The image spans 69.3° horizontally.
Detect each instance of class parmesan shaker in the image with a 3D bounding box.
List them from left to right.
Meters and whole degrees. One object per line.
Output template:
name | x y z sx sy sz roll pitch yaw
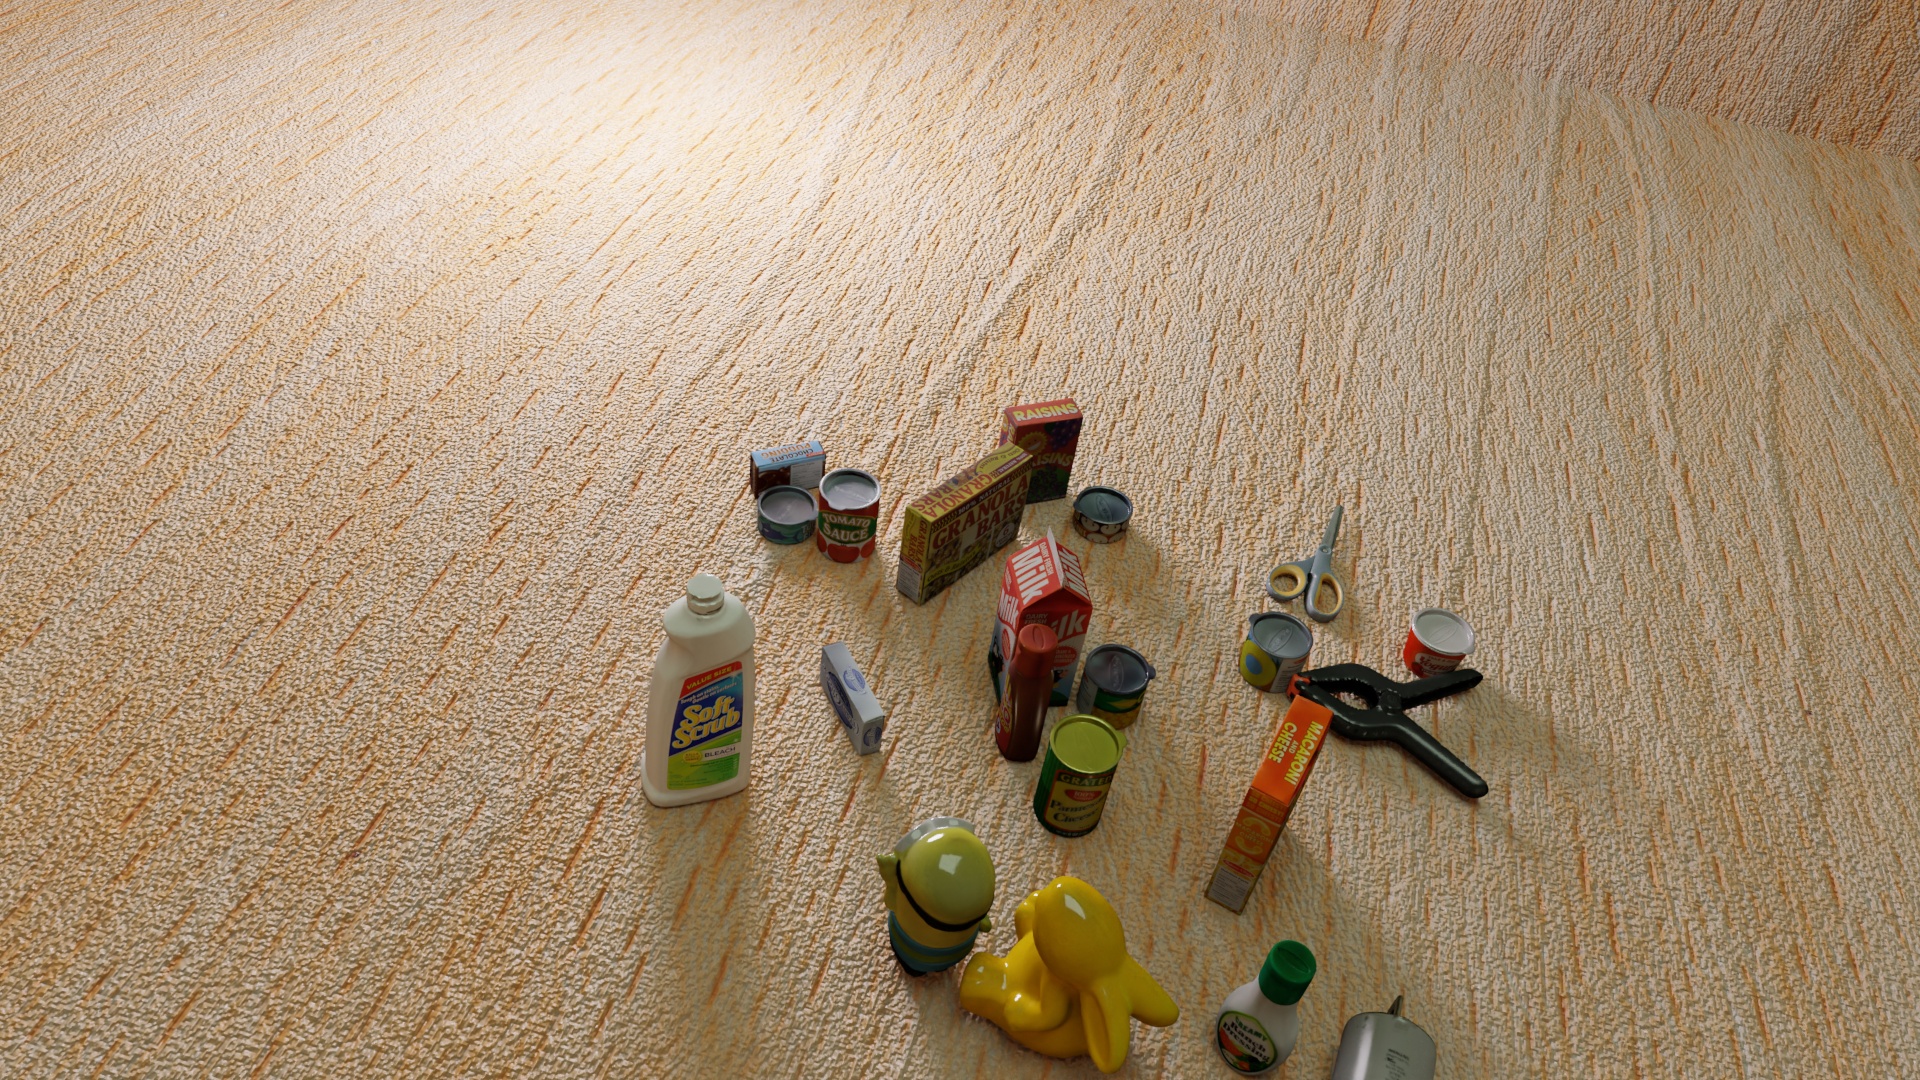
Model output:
parmesan shaker | 0.109 0.218 1.276 0.071 0.102 0.072 5 43 -5

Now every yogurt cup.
yogurt cup | 0.511 0.114 1.493 0.072 0.053 0.073 5 43 -5

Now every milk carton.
milk carton | 0.079 0.078 1.357 0.073 0.189 0.073 -2 44 -12

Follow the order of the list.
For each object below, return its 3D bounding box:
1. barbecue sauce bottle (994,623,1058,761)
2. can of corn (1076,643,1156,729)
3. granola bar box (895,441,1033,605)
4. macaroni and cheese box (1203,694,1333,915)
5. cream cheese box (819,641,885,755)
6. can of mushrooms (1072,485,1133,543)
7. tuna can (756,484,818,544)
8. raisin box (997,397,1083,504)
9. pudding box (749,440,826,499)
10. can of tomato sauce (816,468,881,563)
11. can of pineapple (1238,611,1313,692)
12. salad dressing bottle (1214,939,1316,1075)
barbecue sauce bottle | 0.063 0.142 1.316 0.044 0.147 0.065 0 43 -9
can of corn | 0.155 0.147 1.392 0.071 0.058 0.071 5 43 -5
granola bar box | 0.005 -0.019 1.496 0.039 0.123 0.166 35 49 25
macaroni and cheese box | 0.276 0.236 1.238 0.040 0.165 0.124 25 45 17
cream cheese box | -0.106 0.153 1.345 0.024 0.053 0.104 -15 48 -24
can of mushrooms | 0.161 -0.030 1.601 0.071 0.033 0.071 5 43 -5
tuna can | -0.190 -0.027 1.538 0.071 0.032 0.071 5 43 -5
raisin box | 0.087 -0.101 1.598 0.086 0.122 0.040 -10 46 -19
pudding box | -0.197 -0.081 1.582 0.084 0.049 0.030 -13 47 -22
can of tomato sauce | -0.122 -0.025 1.510 0.071 0.082 0.071 5 43 -5
can of pineapple | 0.328 0.116 1.456 0.071 0.057 0.071 5 43 -5
salad dressing bottle | 0.244 0.371 1.103 0.064 0.146 0.044 35 49 25
